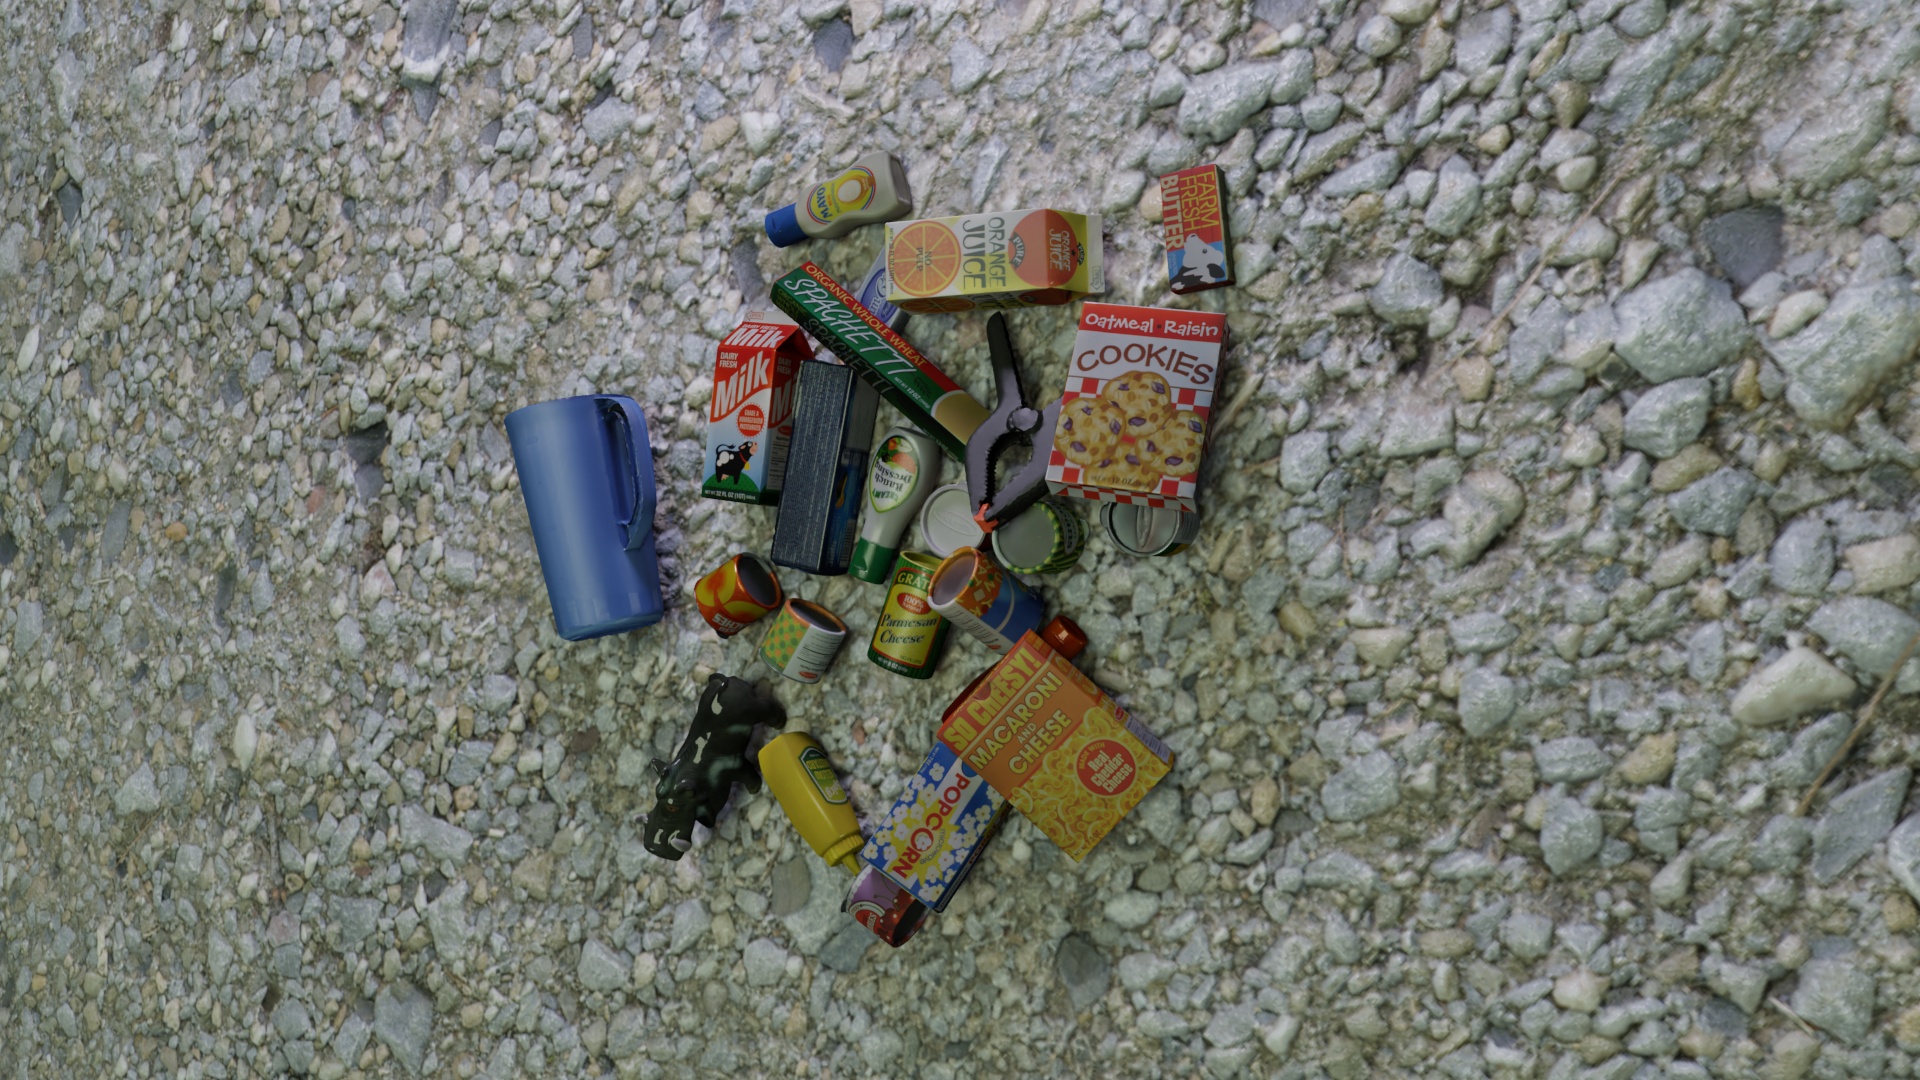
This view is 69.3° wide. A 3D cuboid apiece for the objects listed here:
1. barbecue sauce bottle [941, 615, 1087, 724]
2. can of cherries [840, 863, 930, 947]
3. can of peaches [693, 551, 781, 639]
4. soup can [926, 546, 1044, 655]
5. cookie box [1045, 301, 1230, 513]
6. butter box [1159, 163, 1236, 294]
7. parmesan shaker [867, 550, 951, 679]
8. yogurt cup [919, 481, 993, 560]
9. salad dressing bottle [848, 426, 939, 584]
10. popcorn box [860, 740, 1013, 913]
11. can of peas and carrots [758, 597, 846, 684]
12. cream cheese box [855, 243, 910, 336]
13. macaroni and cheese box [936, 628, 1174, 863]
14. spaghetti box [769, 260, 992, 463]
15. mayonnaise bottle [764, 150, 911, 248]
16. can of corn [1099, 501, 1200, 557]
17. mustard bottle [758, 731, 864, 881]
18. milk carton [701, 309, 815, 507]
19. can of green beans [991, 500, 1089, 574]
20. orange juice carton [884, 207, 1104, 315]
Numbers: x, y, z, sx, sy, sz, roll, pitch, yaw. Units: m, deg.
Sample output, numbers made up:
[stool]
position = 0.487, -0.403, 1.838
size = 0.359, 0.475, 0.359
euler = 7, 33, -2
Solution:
[barbecue sauce bottle]
position = 0.052, 0.130, 1.243
size = 0.065, 0.044, 0.148
euler = 47, 108, 14
[can of cherries]
position = -0.066, 0.334, 1.282
size = 0.058, 0.071, 0.071
euler = 30, 102, 24
[can of peaches]
position = -0.219, 0.054, 1.374
size = 0.058, 0.071, 0.071
euler = -32, 74, 22
[soup can]
position = 0.023, 0.051, 1.227
size = 0.071, 0.083, 0.072
euler = -37, 33, 29
[cookie box]
position = 0.149, -0.113, 1.156
size = 0.123, 0.040, 0.168
euler = 8, 72, 16
[butter box]
position = 0.203, -0.266, 1.190
size = 0.053, 0.024, 0.103
euler = -7, 85, 27
[parmesan shaker]
position = -0.037, 0.070, 1.280
size = 0.071, 0.071, 0.103
euler = 23, 99, 26
[yogurt cup]
position = 0.005, -0.016, 1.267
size = 0.072, 0.054, 0.072
euler = -1, 88, 28
[salad dressing bottle]
position = -0.065, -0.032, 1.310
size = 0.064, 0.044, 0.147
euler = 24, 99, 26
[popcorn box]
position = -0.019, 0.258, 1.252
size = 0.085, 0.038, 0.127
euler = 30, 77, 25
[can of peas and carrots]
position = -0.153, 0.095, 1.339
size = 0.071, 0.071, 0.058
euler = 36, 104, 24
[cream cheese box]
position = -0.070, -0.232, 1.330
size = 0.053, 0.024, 0.103
euler = 37, 105, 24
[macaroni and cheese box]
position = 0.081, 0.177, 1.200
size = 0.166, 0.040, 0.123
euler = 41, 107, 3
[spaghetti box]
position = -0.072, -0.168, 1.288
size = 0.250, 0.050, 0.028
euler = 41, 144, 12
[mayonnaise bottle]
position = -0.121, -0.325, 1.351
size = 0.148, 0.041, 0.065
euler = -16, 83, 26
[can of corn]
position = 0.162, -0.019, 1.183
size = 0.071, 0.058, 0.071
euler = -1, 88, 28
[mustard bottle]
position = -0.131, 0.258, 1.321
size = 0.048, 0.065, 0.160
euler = -41, 71, 19
[milk carton]
position = -0.196, -0.131, 1.365
size = 0.072, 0.073, 0.190
euler = 8, 92, 28
[can of green beans]
position = 0.069, -0.003, 1.231
size = 0.071, 0.058, 0.071
euler = -1, 88, 27
[orange juice carton]
position = 0.033, -0.249, 1.241
size = 0.193, 0.073, 0.072
euler = -2, 87, 16
